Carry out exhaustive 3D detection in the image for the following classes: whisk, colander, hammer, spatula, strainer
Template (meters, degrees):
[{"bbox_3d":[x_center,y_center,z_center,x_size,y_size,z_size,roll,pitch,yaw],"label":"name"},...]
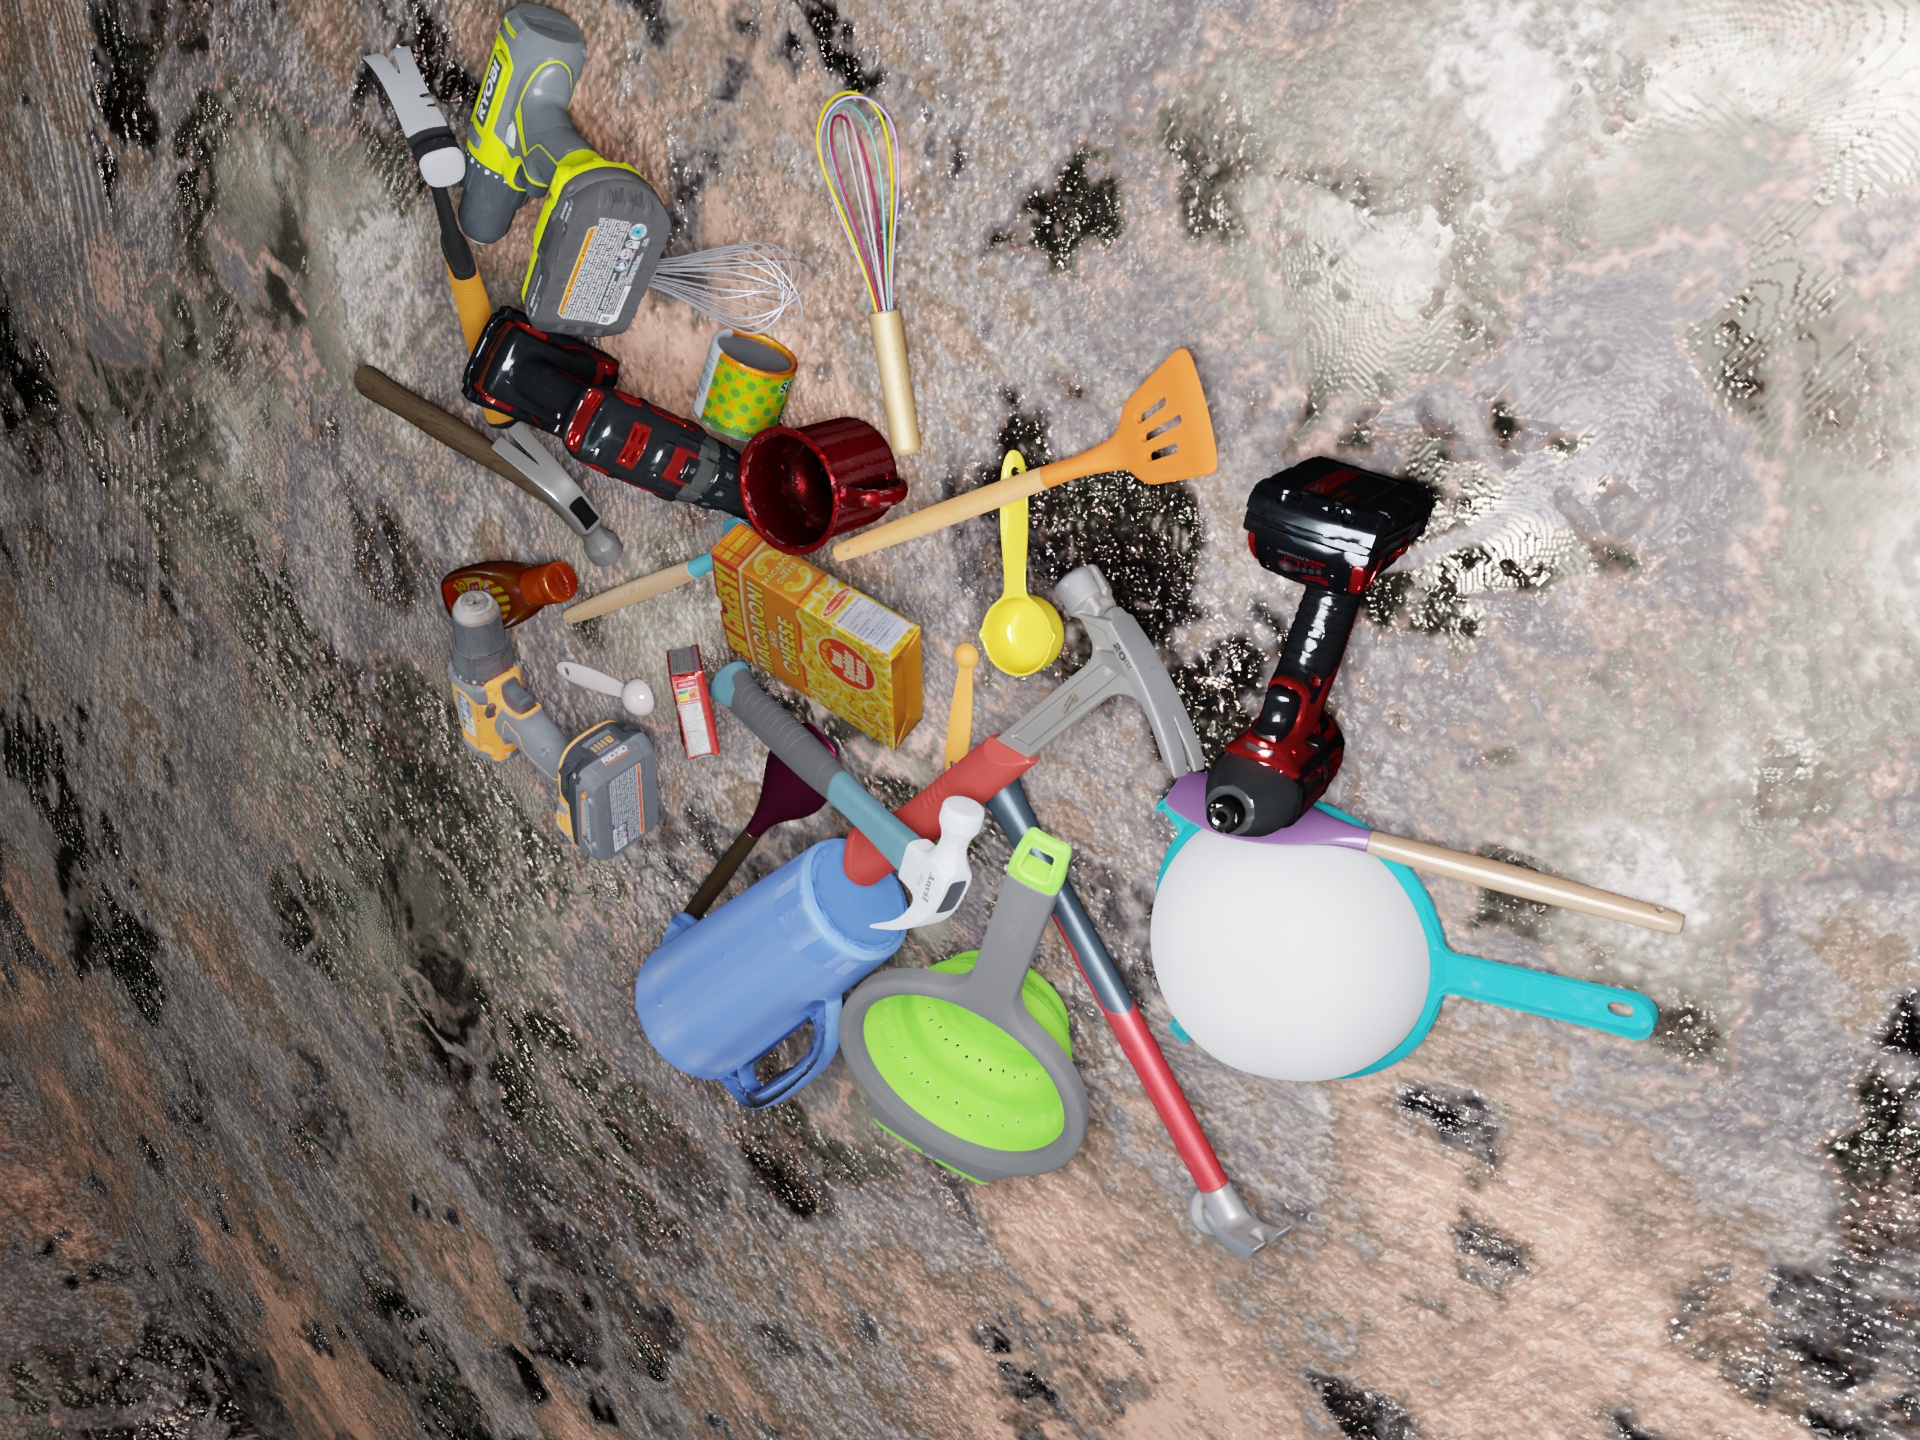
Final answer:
[{"bbox_3d":[-0.060,-0.304,1.097,0.051,0.047,0.244,5,114,35],"label":"whisk"},{"bbox_3d":[0.033,0.189,1.157,0.204,0.094,0.396,27,136,11],"label":"colander"},{"bbox_3d":[-0.099,0.043,1.210,0.331,0.033,0.128,39,123,42],"label":"hammer"},{"bbox_3d":[0.279,0.083,0.986,0.316,0.060,0.018,14,128,23],"label":"spatula"},{"bbox_3d":[0.033,-0.158,1.074,0.322,0.041,0.081,-16,86,34],"label":"spatula"},{"bbox_3d":[-0.427,-0.243,1.382,0.331,0.031,0.129,31,161,31],"label":"hammer"},{"bbox_3d":[0.114,0.199,1.139,0.386,0.038,0.143,62,169,5],"label":"hammer"},{"bbox_3d":[-0.389,-0.350,1.236,0.127,0.034,0.336,60,163,24],"label":"hammer"},{"bbox_3d":[0.022,0.044,1.120,0.359,0.036,0.149,-41,70,46],"label":"hammer"},{"bbox_3d":[-0.241,-0.112,1.311,0.317,0.044,0.082,-13,133,42],"label":"spatula"},{"bbox_3d":[0.255,0.169,1.016,0.340,0.095,0.211,9,113,36],"label":"strainer"},{"bbox_3d":[-0.222,-0.335,1.200,0.285,0.070,0.070,19,119,36],"label":"whisk"}]

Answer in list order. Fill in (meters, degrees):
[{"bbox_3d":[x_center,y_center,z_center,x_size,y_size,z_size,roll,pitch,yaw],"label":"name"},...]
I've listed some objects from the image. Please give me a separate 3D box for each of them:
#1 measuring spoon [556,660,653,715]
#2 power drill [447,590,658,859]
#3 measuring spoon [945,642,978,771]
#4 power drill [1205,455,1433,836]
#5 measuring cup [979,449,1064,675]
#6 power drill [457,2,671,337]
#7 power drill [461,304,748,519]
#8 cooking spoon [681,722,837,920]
[{"bbox_3d":[-0.324,-0.031,1.425,0.124,0.018,0.034,18,119,32],"label":"measuring spoon"},{"bbox_3d":[-0.372,-0.001,1.415,0.226,0.084,0.185,35,141,24],"label":"power drill"},{"bbox_3d":[-0.002,-0.004,1.195,0.021,0.011,0.116,22,120,29],"label":"measuring spoon"},{"bbox_3d":[0.200,-0.035,0.944,0.079,0.143,0.219,23,119,26],"label":"power drill"},{"bbox_3d":[0.045,-0.110,1.114,0.062,0.029,0.156,3,98,33],"label":"measuring cup"},{"bbox_3d":[-0.313,-0.395,1.199,0.190,0.080,0.229,-55,53,37],"label":"power drill"},{"bbox_3d":[-0.256,-0.225,1.215,0.227,0.187,0.080,34,100,39],"label":"power drill"},{"bbox_3d":[-0.190,0.111,1.382,0.069,0.017,0.318,49,129,12],"label":"cooking spoon"}]
